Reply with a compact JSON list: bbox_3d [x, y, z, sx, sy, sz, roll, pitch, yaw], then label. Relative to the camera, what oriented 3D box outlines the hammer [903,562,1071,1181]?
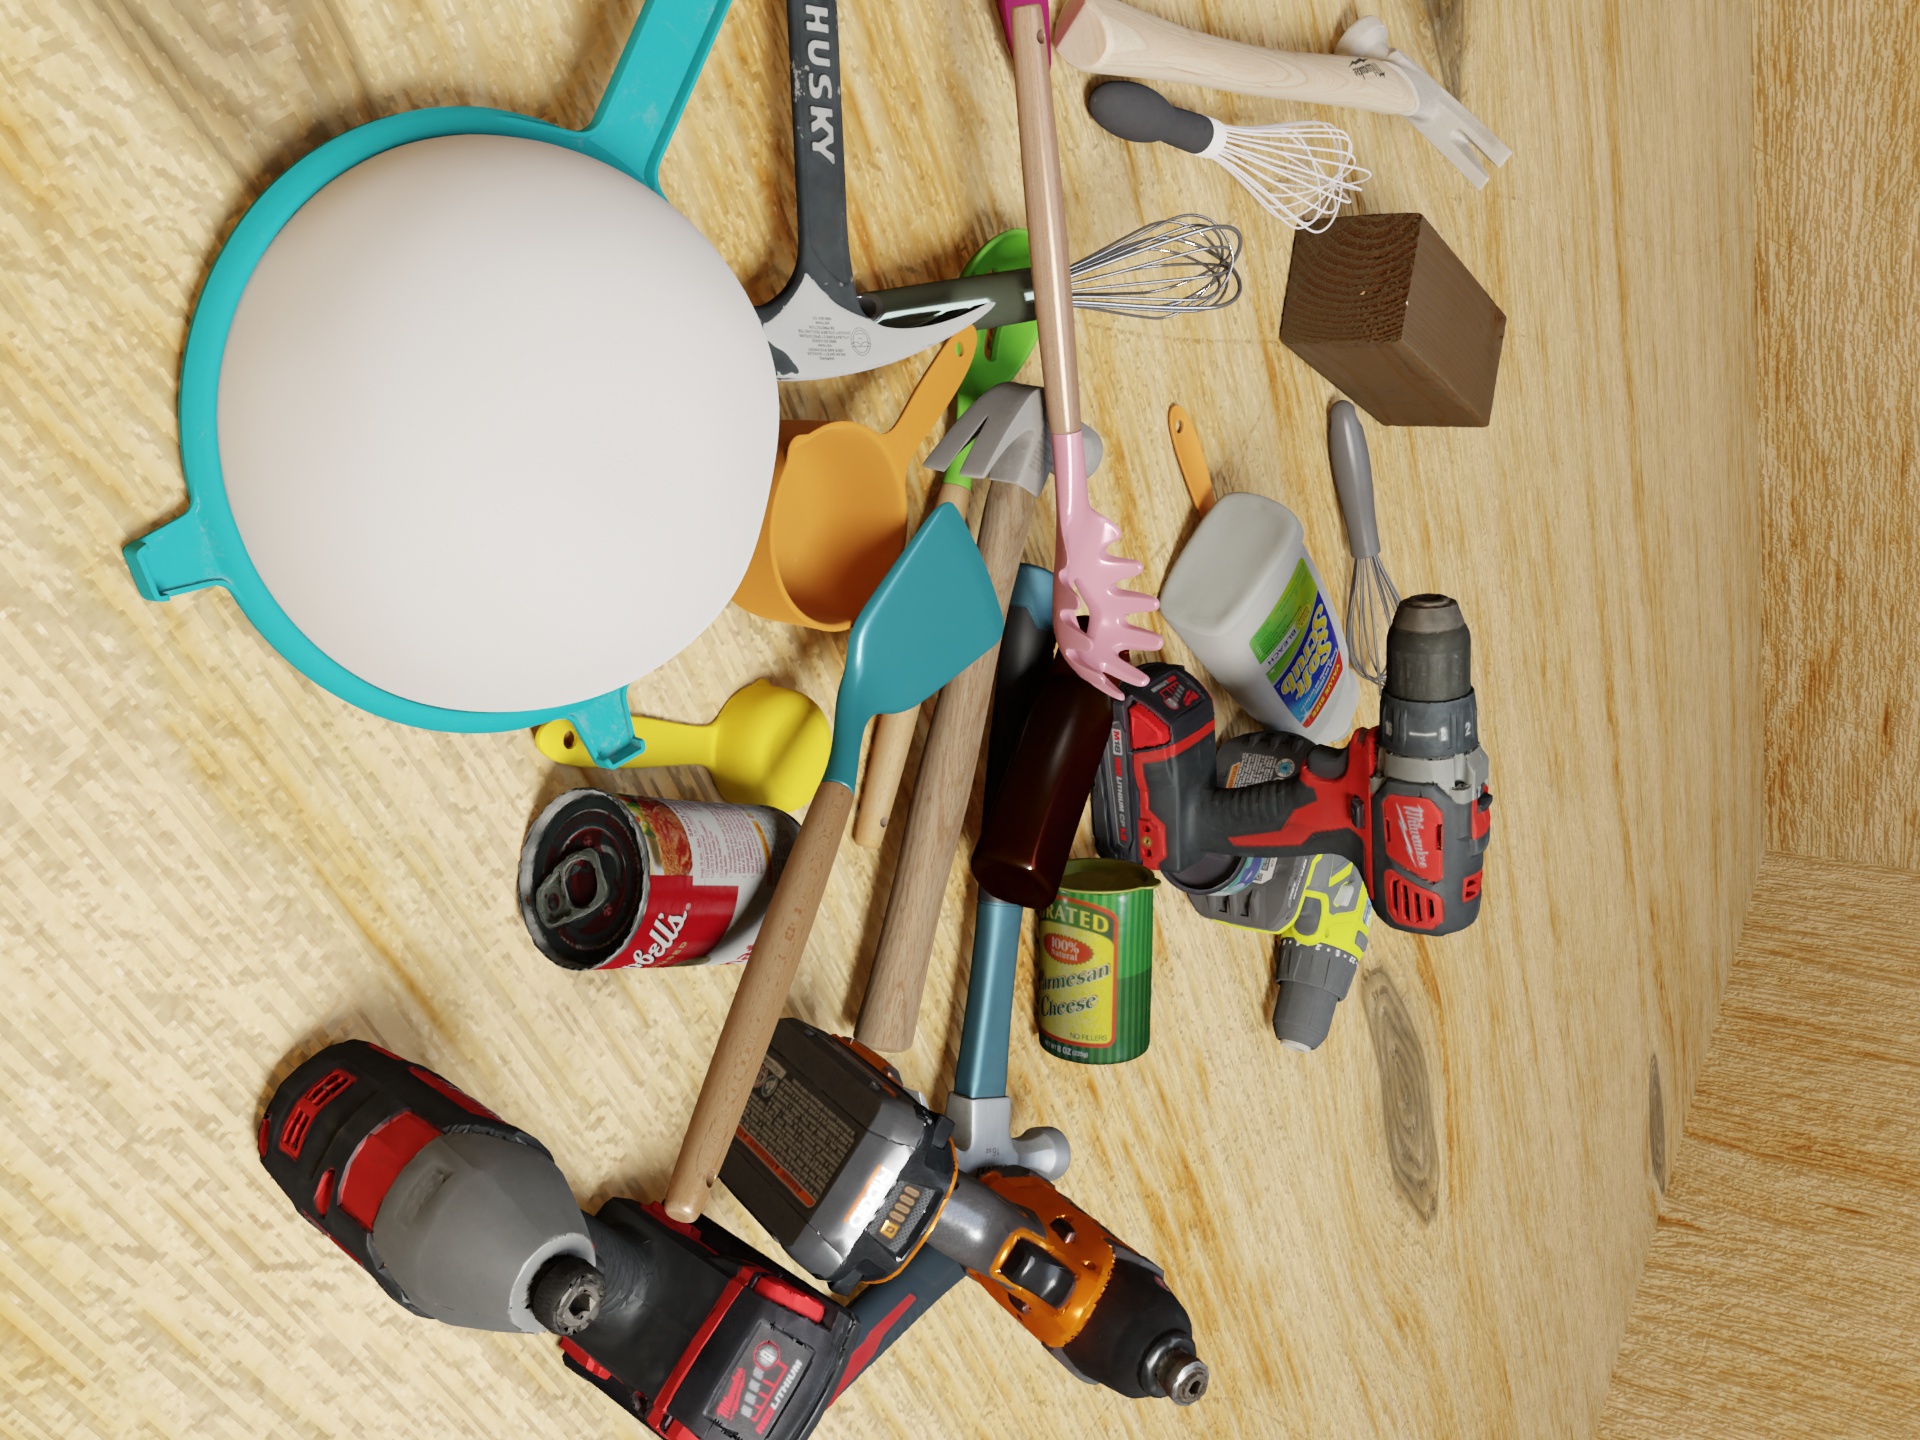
[{"bbox_3d":[0.024,0.083,0.844,0.128,0.033,0.331,9,86,-45],"label":"hammer"}]

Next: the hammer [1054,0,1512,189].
[{"bbox_3d":[0.199,-0.384,0.958,0.410,0.146,0.038,-19,155,-47],"label":"hammer"}]

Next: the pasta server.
[{"bbox_3d":[0.053,-0.161,0.737,0.060,0.040,0.316,-31,122,-43],"label":"pasta server"}]

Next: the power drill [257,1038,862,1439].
[{"bbox_3d":[-0.132,0.196,0.561,0.078,0.143,0.219,-57,140,-19],"label":"power drill"}]

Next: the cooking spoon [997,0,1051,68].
[{"bbox_3d":[0.000,-0.430,0.710,0.318,0.017,0.069,68,33,-47],"label":"cooking spoon"}]

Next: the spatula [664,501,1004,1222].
[{"bbox_3d":[-0.047,0.047,0.624,0.082,0.044,0.318,65,32,-42],"label":"spatula"}]

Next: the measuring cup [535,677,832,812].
[{"bbox_3d":[-0.108,0.011,0.657,0.156,0.029,0.062,4,92,-57],"label":"measuring cup"}]

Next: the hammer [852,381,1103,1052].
[{"bbox_3d":[-0.001,-0.002,0.773,0.130,0.031,0.331,17,87,-64],"label":"hammer"}]

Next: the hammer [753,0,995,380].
[{"bbox_3d":[-0.057,-0.344,0.639,0.149,0.036,0.409,-7,99,-36],"label":"hammer"}]

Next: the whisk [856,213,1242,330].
[{"bbox_3d":[0.041,-0.205,0.763,0.246,0.059,0.058,-17,69,-29],"label":"whisk"}]

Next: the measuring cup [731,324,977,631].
[{"bbox_3d":[-0.050,-0.116,0.695,0.174,0.052,0.095,-60,140,-29],"label":"measuring cup"}]

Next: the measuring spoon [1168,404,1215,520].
[{"bbox_3d":[0.149,-0.150,1.014,0.021,0.011,0.116,-44,127,-28],"label":"measuring spoon"}]

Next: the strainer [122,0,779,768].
[{"bbox_3d":[-0.107,-0.151,0.527,0.210,0.095,0.340,27,83,-45],"label":"strainer"}]

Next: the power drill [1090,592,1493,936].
[{"bbox_3d":[0.187,0.015,0.905,0.080,0.227,0.187,-28,119,-49],"label":"power drill"}]

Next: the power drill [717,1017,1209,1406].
[{"bbox_3d":[0.007,0.230,0.711,0.226,0.164,0.084,39,80,-34],"label":"power drill"}]

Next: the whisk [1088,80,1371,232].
[{"bbox_3d":[0.165,-0.348,0.961,0.284,0.070,0.070,-7,102,-49],"label":"whisk"}]

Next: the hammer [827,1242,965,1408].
[{"bbox_3d":[-0.077,0.302,0.749,0.386,0.038,0.143,-27,116,-50],"label":"hammer"}]

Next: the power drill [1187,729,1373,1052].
[{"bbox_3d":[0.239,0.123,1.132,0.228,0.080,0.191,42,62,-53],"label":"power drill"}]

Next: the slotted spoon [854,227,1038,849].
[{"bbox_3d":[-0.010,-0.091,0.782,0.070,0.031,0.314,21,81,-54],"label":"slotted spoon"}]

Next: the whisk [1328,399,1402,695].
[{"bbox_3d":[0.308,-0.128,1.212,0.055,0.055,0.238,-40,123,-44],"label":"whisk"}]
